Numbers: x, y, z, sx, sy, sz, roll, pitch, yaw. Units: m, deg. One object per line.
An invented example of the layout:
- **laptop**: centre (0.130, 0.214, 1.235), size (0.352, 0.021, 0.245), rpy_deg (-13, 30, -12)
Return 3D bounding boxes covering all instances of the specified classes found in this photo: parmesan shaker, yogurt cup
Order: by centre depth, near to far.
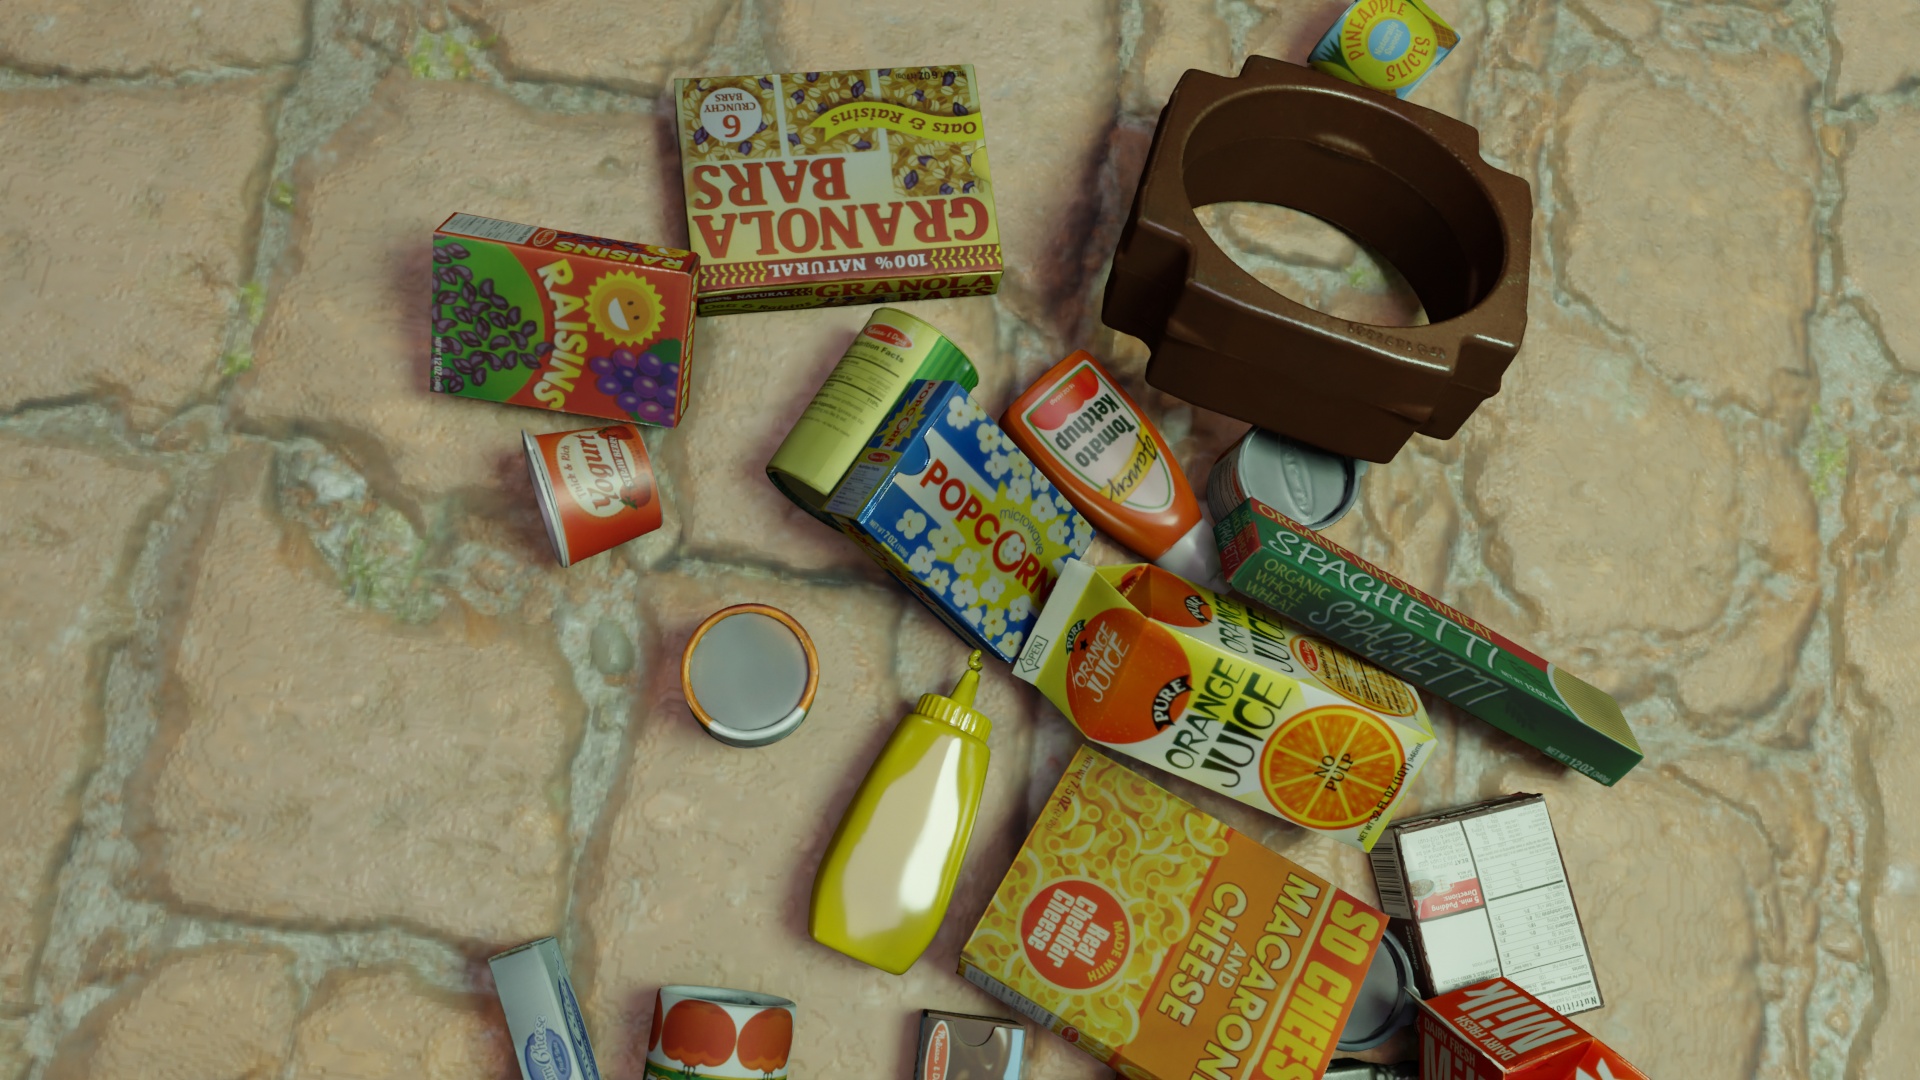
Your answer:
- **yogurt cup**: centre (-0.181, -0.025, 0.689), size (0.054, 0.072, 0.072), rpy_deg (-17, 81, -19)
- **parmesan shaker**: centre (-0.047, -0.060, 0.715), size (0.071, 0.071, 0.103), rpy_deg (33, 76, 0)

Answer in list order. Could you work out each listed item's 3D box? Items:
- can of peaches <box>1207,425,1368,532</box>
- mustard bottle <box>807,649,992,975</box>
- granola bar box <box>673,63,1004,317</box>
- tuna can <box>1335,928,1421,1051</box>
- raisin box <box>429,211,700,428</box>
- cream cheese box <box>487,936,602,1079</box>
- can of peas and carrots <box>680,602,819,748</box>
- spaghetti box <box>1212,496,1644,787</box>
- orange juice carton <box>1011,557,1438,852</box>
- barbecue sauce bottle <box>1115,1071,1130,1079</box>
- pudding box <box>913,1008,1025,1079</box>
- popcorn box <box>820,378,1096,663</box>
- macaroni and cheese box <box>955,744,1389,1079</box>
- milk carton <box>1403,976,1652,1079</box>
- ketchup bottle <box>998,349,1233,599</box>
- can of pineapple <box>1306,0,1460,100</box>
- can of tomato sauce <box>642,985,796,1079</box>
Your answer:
- **can of peaches**: centre (0.173, -0.031, 0.742), size (0.071, 0.058, 0.071), rpy_deg (2, 77, -8)
- **mustard bottle**: centre (-0.020, 0.128, 0.684), size (0.065, 0.048, 0.160), rpy_deg (25, 75, -2)
- **granola bar box**: centre (-0.067, -0.191, 0.753), size (0.166, 0.039, 0.124), rpy_deg (-6, 79, -9)
- **tuna can**: centre (0.193, 0.222, 0.701), size (0.071, 0.032, 0.071), rpy_deg (2, 78, -8)
- **raisin box**: centre (-0.197, -0.109, 0.696), size (0.123, 0.040, 0.085), rpy_deg (8, 115, -6)
- **cream cheese box**: centre (-0.185, 0.235, 0.635), size (0.024, 0.053, 0.104), rpy_deg (-19, 81, -9)
- **can of peas and carrots**: centre (-0.104, 0.065, 0.681), size (0.071, 0.058, 0.071), rpy_deg (2, 78, -8)
- **spaghetti box**: centre (0.240, 0.053, 0.709), size (0.250, 0.028, 0.050), rpy_deg (27, 30, -14)
- **orange juice carton**: centre (0.127, 0.074, 0.691), size (0.193, 0.073, 0.071), rpy_deg (23, 111, -3)
- **barbecue sauce bottle**: centre (0.081, 0.308, 0.661), size (0.065, 0.043, 0.149), rpy_deg (16, 75, -2)
- **pudding box**: centre (0.001, 0.271, 0.665), size (0.050, 0.030, 0.084), rpy_deg (9, 77, -5)
- **popcorn box**: centre (0.002, -0.009, 0.691), size (0.126, 0.038, 0.085), rpy_deg (44, 73, -34)
- **macaroni and cheese box**: centre (0.101, 0.192, 0.662), size (0.166, 0.040, 0.124), rpy_deg (28, 63, 13)
- **milk carton**: centre (0.294, 0.276, 0.658), size (0.190, 0.072, 0.073), rpy_deg (37, 87, -13)
- **ketchup bottle**: centre (0.090, -0.028, 0.737), size (0.065, 0.043, 0.149), rpy_deg (-41, 86, -13)
- **can of pineapple**: centre (0.244, -0.284, 0.803), size (0.058, 0.071, 0.071), rpy_deg (44, 76, 3)
- **can of tomato sauce**: centre (-0.113, 0.250, 0.633), size (0.071, 0.071, 0.083), rpy_deg (9, 76, -6)
